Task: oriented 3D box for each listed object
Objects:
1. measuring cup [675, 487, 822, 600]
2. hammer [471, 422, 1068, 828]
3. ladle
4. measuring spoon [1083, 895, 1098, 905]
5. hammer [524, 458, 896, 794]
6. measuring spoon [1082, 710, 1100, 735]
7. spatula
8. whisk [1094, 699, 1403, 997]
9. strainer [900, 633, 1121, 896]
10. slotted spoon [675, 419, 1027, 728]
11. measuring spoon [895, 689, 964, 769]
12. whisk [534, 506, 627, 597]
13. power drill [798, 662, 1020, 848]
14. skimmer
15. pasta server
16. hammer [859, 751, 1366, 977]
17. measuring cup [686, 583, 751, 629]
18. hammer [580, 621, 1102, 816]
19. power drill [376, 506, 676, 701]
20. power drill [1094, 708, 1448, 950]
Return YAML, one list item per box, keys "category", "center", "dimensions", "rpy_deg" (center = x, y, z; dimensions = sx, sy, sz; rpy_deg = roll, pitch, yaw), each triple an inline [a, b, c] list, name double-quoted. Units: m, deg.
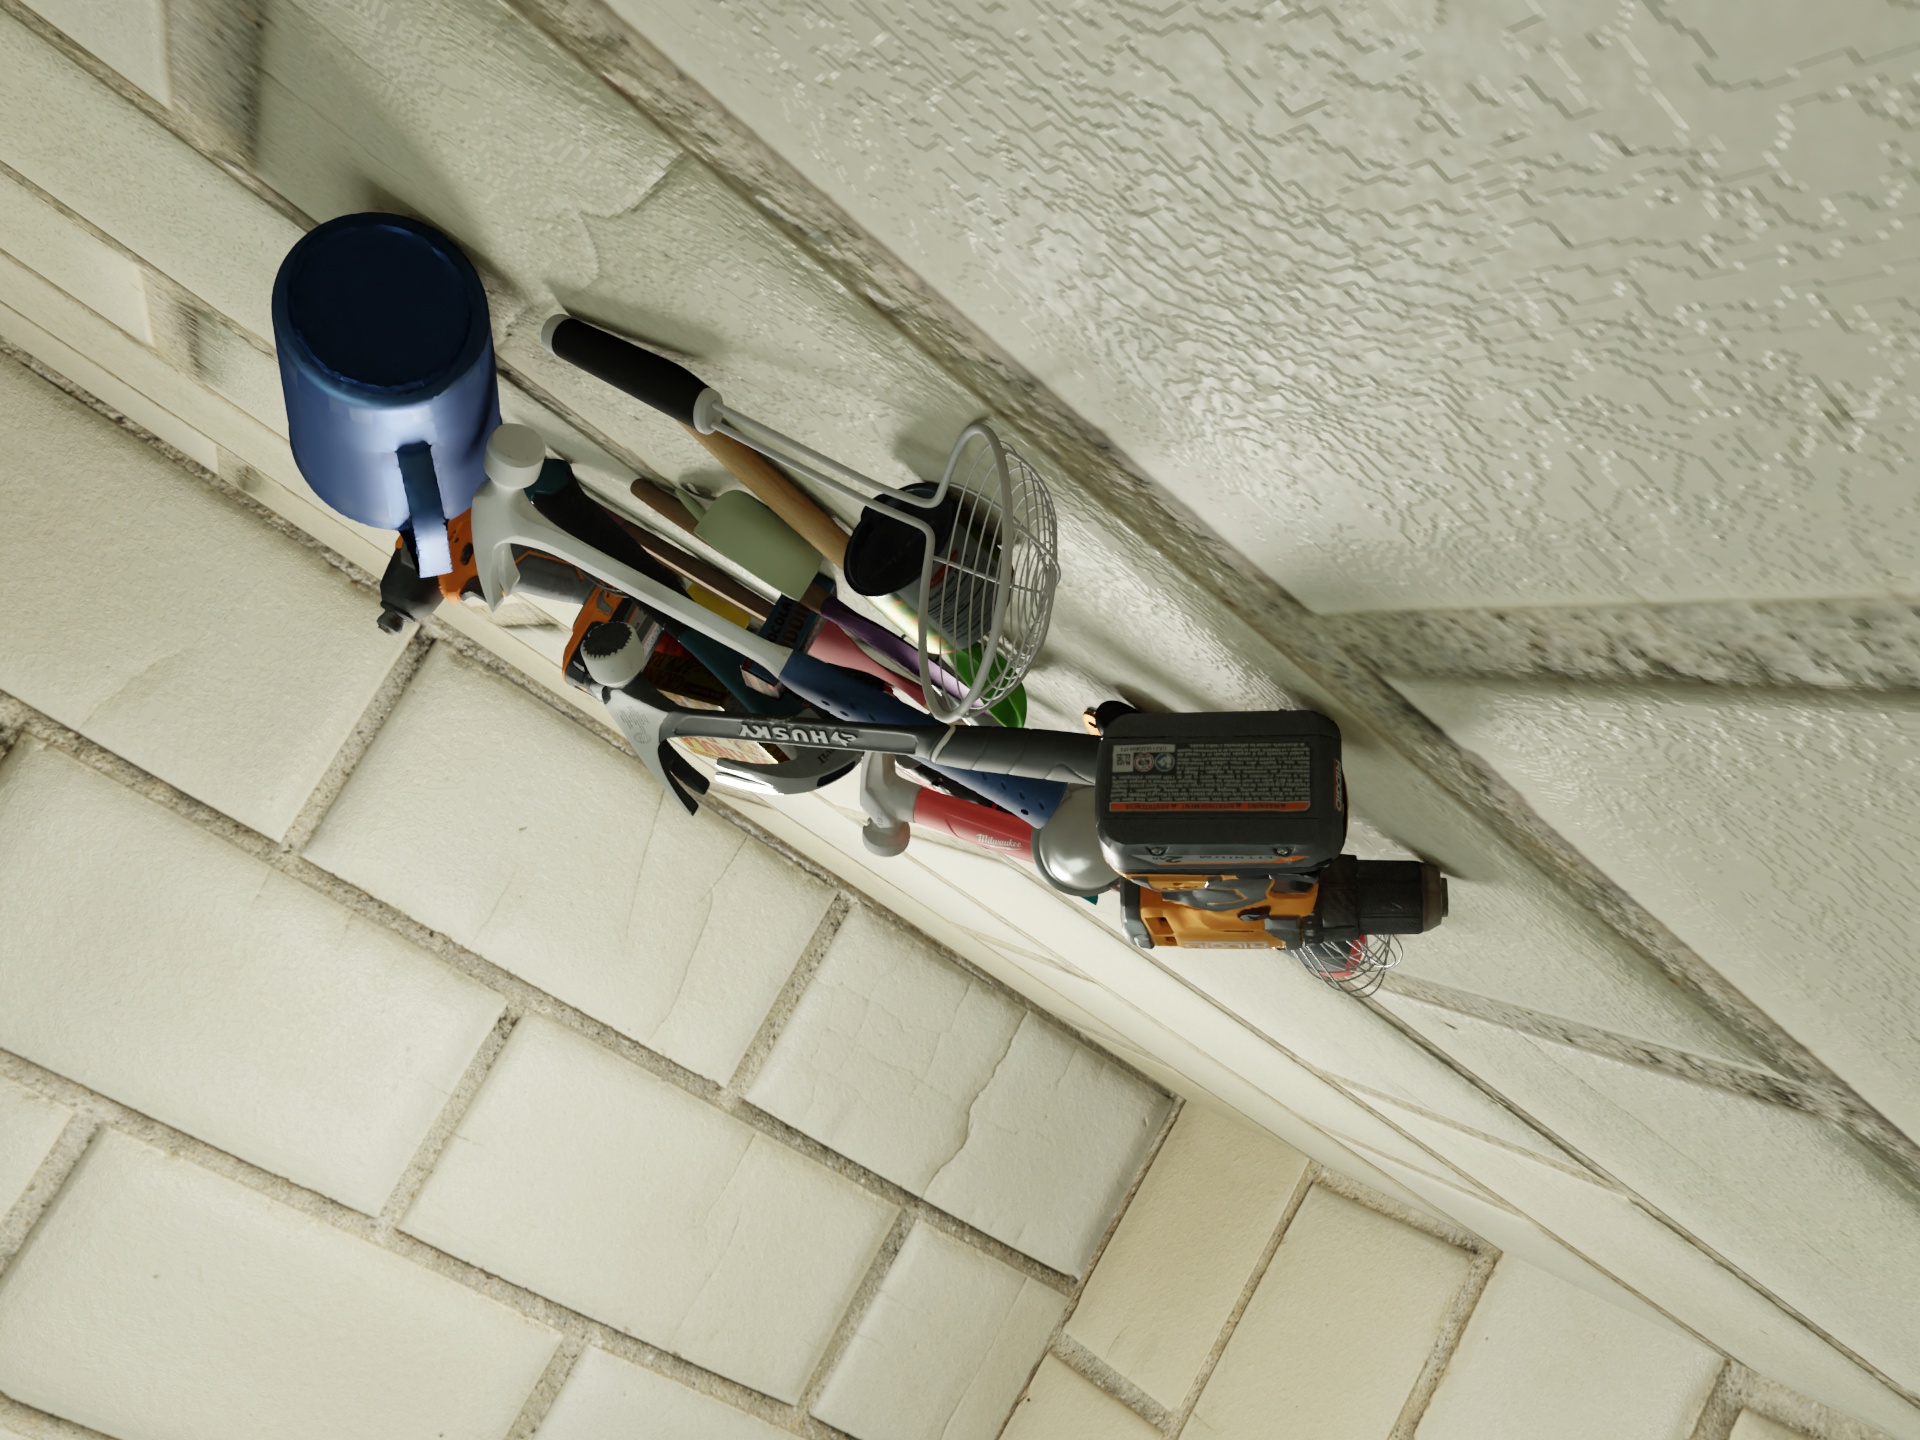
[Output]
- category: "measuring cup"
  center: [-0.139, -0.128, 0.991]
  dimensions: [0.083, 0.038, 0.168]
  rpy_deg: [31, -172, -38]
- category: "hammer"
  center: [-0.121, -0.038, 1.000]
  dimensions: [0.405, 0.035, 0.144]
  rpy_deg: [28, 141, -5]
- category: "ladle"
  center: [-0.002, -0.004, 1.174]
  dimensions: [0.315, 0.031, 0.069]
  rpy_deg: [31, 166, -7]
- category: "measuring spoon"
  center: [0.123, 0.169, 1.633]
  dimensions: [0.042, 0.021, 0.128]
  rpy_deg: [29, 178, 4]
- category: "hammer"
  center: [-0.197, -0.074, 1.129]
  dimensions: [0.331, 0.128, 0.033]
  rpy_deg: [43, 152, 14]
- category: "measuring spoon"
  center: [0.093, 0.018, 1.051]
  dimensions: [0.021, 0.011, 0.116]
  rpy_deg: [27, 168, 20]
- category: "spatula"
  center: [-0.104, -0.086, 1.019]
  dimensions: [0.316, 0.018, 0.059]
  rpy_deg: [33, 171, 27]
- category: "whisk"
  center: [0.179, 0.080, 0.986]
  dimensions: [0.284, 0.070, 0.070]
  rpy_deg: [41, 166, -23]
- category: "strainer"
  center: [0.047, 0.036, 1.090]
  dimensions: [0.258, 0.087, 0.050]
  rpy_deg: [46, 178, -11]
- category: "slotted spoon"
  center: [-0.059, -0.092, 0.935]
  dimensions: [0.313, 0.031, 0.070]
  rpy_deg: [41, 174, -32]
- category: "measuring spoon"
  center: [-0.017, 0.001, 1.085]
  dimensions: [0.034, 0.018, 0.124]
  rpy_deg: [37, -150, 0]
- category: "whisk"
  center: [-0.336, -0.169, 1.280]
  dimensions: [0.239, 0.055, 0.055]
  rpy_deg: [33, 169, 14]
- category: "power drill"
  center: [-0.030, 0.039, 1.311]
  dimensions: [0.219, 0.078, 0.143]
  rpy_deg: [32, 170, -19]
- category: "skimmer"
  center: [-0.096, -0.121, 0.742]
  dimensions: [0.363, 0.127, 0.090]
  rpy_deg: [30, -148, 28]
- category: "pasta server"
  center: [-0.239, -0.128, 1.218]
  dimensions: [0.316, 0.040, 0.060]
  rpy_deg: [30, 149, -3]
- category: "hammer"
  center: [0.108, 0.098, 1.168]
  dimensions: [0.386, 0.038, 0.143]
  rpy_deg: [18, 137, 12]
- category: "measuring cup"
  center: [-0.195, -0.091, 1.321]
  dimensions: [0.062, 0.029, 0.156]
  rpy_deg: [30, -179, -1]
- category: "hammer"
  center: [-0.028, 0.017, 0.960]
  dimensions: [0.409, 0.036, 0.149]
  rpy_deg: [5, 137, 20]
- category: "power drill"
  center: [-0.368, -0.105, 1.335]
  dimensions: [0.226, 0.164, 0.084]
  rpy_deg: [29, 168, 0]
- category: "power drill"
  center: [0.168, 0.071, 0.850]
  dimensions: [0.185, 0.084, 0.226]
  rpy_deg: [-1, 156, 13]
